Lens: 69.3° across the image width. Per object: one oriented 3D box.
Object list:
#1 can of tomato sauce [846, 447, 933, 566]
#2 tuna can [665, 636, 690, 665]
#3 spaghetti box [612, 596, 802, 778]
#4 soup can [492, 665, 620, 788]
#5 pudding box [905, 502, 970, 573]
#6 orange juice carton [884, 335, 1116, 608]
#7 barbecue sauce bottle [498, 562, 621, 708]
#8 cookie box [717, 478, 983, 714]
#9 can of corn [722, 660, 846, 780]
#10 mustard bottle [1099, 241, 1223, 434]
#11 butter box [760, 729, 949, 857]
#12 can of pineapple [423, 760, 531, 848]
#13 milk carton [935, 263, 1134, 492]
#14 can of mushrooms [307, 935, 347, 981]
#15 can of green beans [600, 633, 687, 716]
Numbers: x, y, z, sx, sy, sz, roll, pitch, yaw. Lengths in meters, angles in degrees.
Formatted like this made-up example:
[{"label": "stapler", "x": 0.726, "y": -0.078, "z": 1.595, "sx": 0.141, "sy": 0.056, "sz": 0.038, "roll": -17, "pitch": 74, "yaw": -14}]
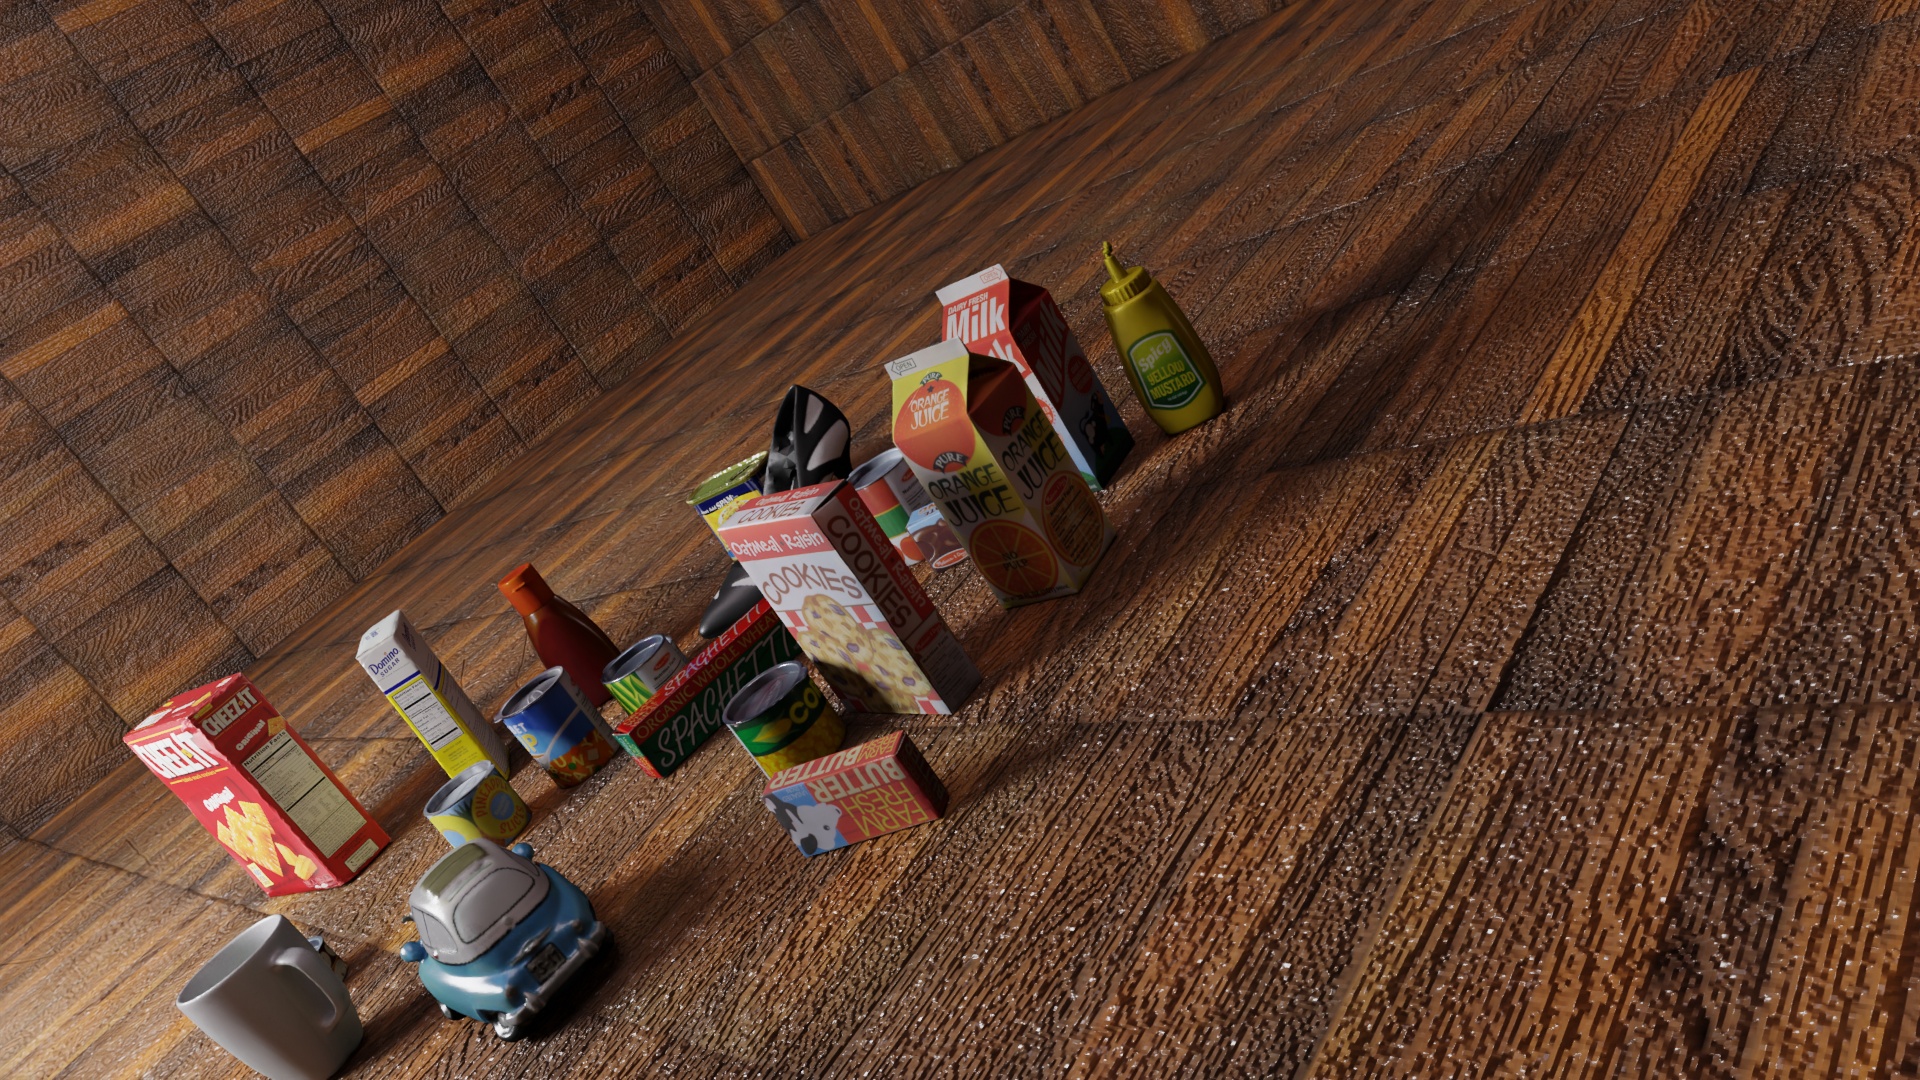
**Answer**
[{"label": "can of tomato sauce", "x": -0.053, "y": -0.028, "z": 1.191, "sx": 0.071, "sy": 0.083, "sz": 0.071, "roll": -29, "pitch": 19, "yaw": 12}, {"label": "tuna can", "x": -0.284, "y": 0.122, "z": 1.267, "sx": 0.071, "sy": 0.032, "sz": 0.071, "roll": -29, "pitch": 20, "yaw": 11}, {"label": "spaghetti box", "x": -0.172, "y": 0.092, "z": 1.136, "sx": 0.251, "sy": 0.050, "sz": 0.028, "roll": -43, "pitch": 21, "yaw": -27}, {"label": "soup can", "x": -0.345, "y": 0.162, "z": 1.189, "sx": 0.071, "sy": 0.083, "sz": 0.071, "roll": -29, "pitch": 19, "yaw": 12}, {"label": "pudding box", "x": 0.004, "y": -0.014, "z": 1.118, "sx": 0.083, "sy": 0.049, "sz": 0.030, "roll": -26, "pitch": 20, "yaw": 20}, {"label": "orange juice carton", "x": 0.023, "y": -0.053, "z": 0.965, "sx": 0.071, "sy": 0.192, "sz": 0.073, "roll": -16, "pitch": 26, "yaw": 41}, {"label": "barbecue sauce bottle", "x": -0.377, "y": 0.090, "z": 1.315, "sx": 0.065, "sy": 0.148, "sz": 0.044, "roll": -35, "pitch": 19, "yaw": -6}, {"label": "cookie box", "x": -0.075, "y": 0.041, "z": 0.931, "sx": 0.122, "sy": 0.167, "sz": 0.040, "roll": -8, "pitch": 31, "yaw": 51}, {"label": "can of corn", "x": -0.119, "y": 0.125, "z": 0.962, "sx": 0.071, "sy": 0.058, "sz": 0.071, "roll": -29, "pitch": 20, "yaw": 11}, {"label": "mustard bottle", "x": 0.147, "y": -0.160, "z": 1.079, "sx": 0.065, "sy": 0.160, "sz": 0.049, "roll": -26, "pitch": 20, "yaw": 20}, {"label": "butter box", "x": -0.062, "y": 0.151, "z": 0.821, "sx": 0.103, "sy": 0.053, "sz": 0.024, "roll": -22, "pitch": 22, "yaw": 28}, {"label": "can of pineapple", "x": -0.402, "y": 0.227, "z": 1.161, "sx": 0.071, "sy": 0.057, "sz": 0.071, "roll": -29, "pitch": 20, "yaw": 11}, {"label": "milk carton", "x": 0.054, "y": -0.127, "z": 1.099, "sx": 0.072, "sy": 0.190, "sz": 0.074, "roll": -16, "pitch": 25, "yaw": 41}, {"label": "can of mushrooms", "x": -0.521, "y": 0.349, "z": 1.091, "sx": 0.071, "sy": 0.033, "sz": 0.071, "roll": -29, "pitch": 20, "yaw": 11}, {"label": "can of green beans", "x": -0.266, "y": 0.123, "z": 1.198, "sx": 0.071, "sy": 0.057, "sz": 0.071, "roll": -29, "pitch": 20, "yaw": 11}]
